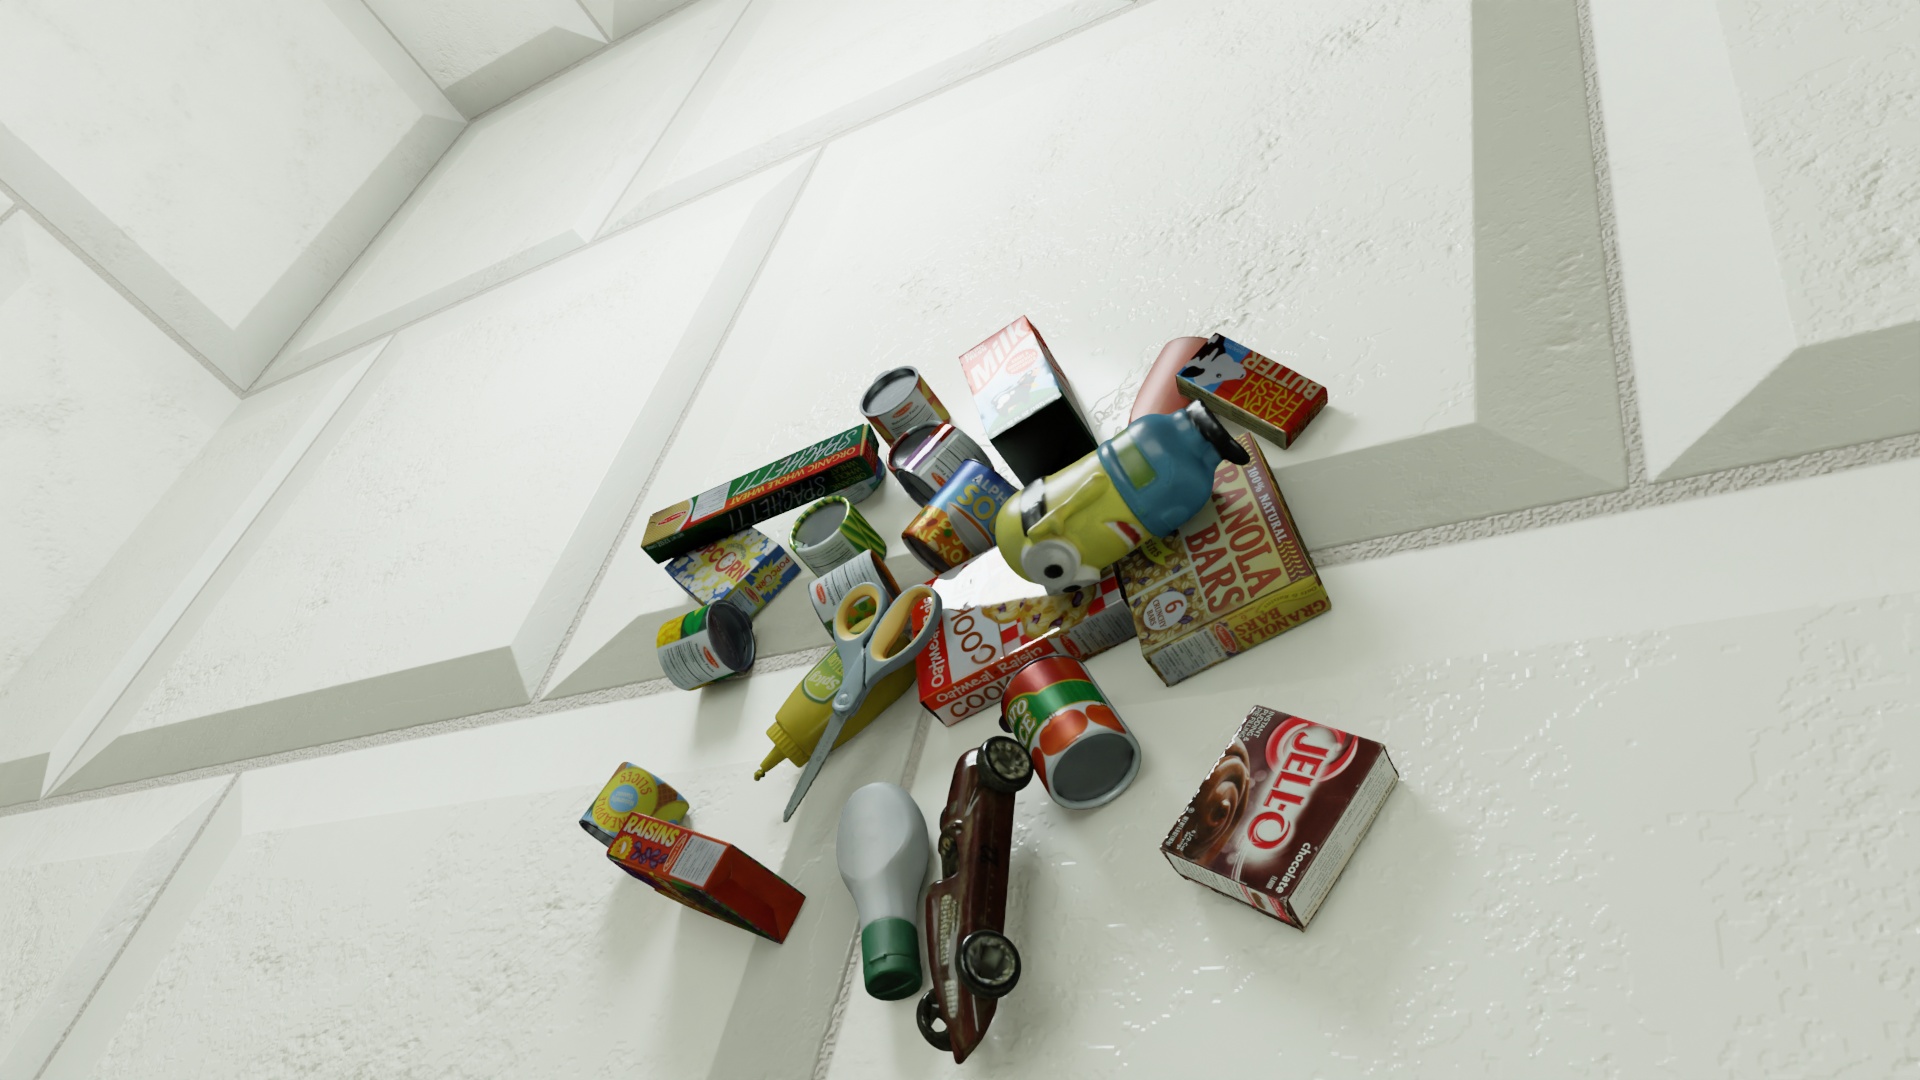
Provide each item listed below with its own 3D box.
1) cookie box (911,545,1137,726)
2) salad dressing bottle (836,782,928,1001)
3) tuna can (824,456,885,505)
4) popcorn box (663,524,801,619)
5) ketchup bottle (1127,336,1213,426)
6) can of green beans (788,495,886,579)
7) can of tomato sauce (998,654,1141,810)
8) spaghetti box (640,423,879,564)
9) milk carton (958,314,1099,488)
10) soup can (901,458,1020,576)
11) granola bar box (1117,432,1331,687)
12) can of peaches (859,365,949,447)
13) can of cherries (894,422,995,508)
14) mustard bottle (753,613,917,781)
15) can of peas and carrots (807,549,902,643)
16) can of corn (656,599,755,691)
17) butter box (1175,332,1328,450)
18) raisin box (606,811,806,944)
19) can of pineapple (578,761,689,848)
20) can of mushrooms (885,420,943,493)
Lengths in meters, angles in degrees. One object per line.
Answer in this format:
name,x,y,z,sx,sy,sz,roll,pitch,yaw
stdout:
cookie box,0.044,0.051,1.036,0.167,0.040,0.123,-28,36,15
salad dressing bottle,-0.049,0.229,0.915,0.064,0.044,0.148,-26,37,14
tuna can,-0.106,-0.066,1.310,0.071,0.032,0.071,-24,37,20
popcorn box,-0.215,0.026,1.298,0.085,0.038,0.127,-45,35,-12
ketchup bottle,0.161,-0.095,1.095,0.065,0.043,0.149,8,56,39
can of green beans,-0.108,0.003,1.211,0.071,0.057,0.071,-24,37,20
can of tomato sauce,0.069,0.125,0.905,0.071,0.071,0.083,-37,35,2
spaghetti box,-0.187,-0.042,1.293,0.249,0.028,0.050,-21,37,20
milk carton,0.054,-0.128,1.203,0.072,0.073,0.191,-31,35,11
soup can,0.004,-0.014,1.123,0.084,0.071,0.071,-50,36,-15
granola bar box,0.173,0.009,0.970,0.124,0.039,0.166,-28,36,15
can of peaches,-0.052,-0.122,1.305,0.071,0.058,0.071,-25,37,20
can of cherries,-0.014,-0.058,1.191,0.058,0.071,0.071,-48,36,-14
mustard bottle,-0.101,0.128,1.071,0.160,0.048,0.065,-44,39,-9
can of peas and carrots,-0.081,0.050,1.129,0.058,0.070,0.071,-30,35,7
can of corn,-0.220,0.090,1.207,0.058,0.071,0.071,-22,38,23
butter box,0.219,-0.114,1.049,0.104,0.024,0.053,33,72,30
raisin box,-0.182,0.238,0.984,0.123,0.086,0.040,4,57,44
can of pineapple,-0.257,0.215,1.093,0.071,0.070,0.058,5,53,45
can of mushrooms,-0.033,-0.074,1.254,0.071,0.033,0.071,-23,37,19
